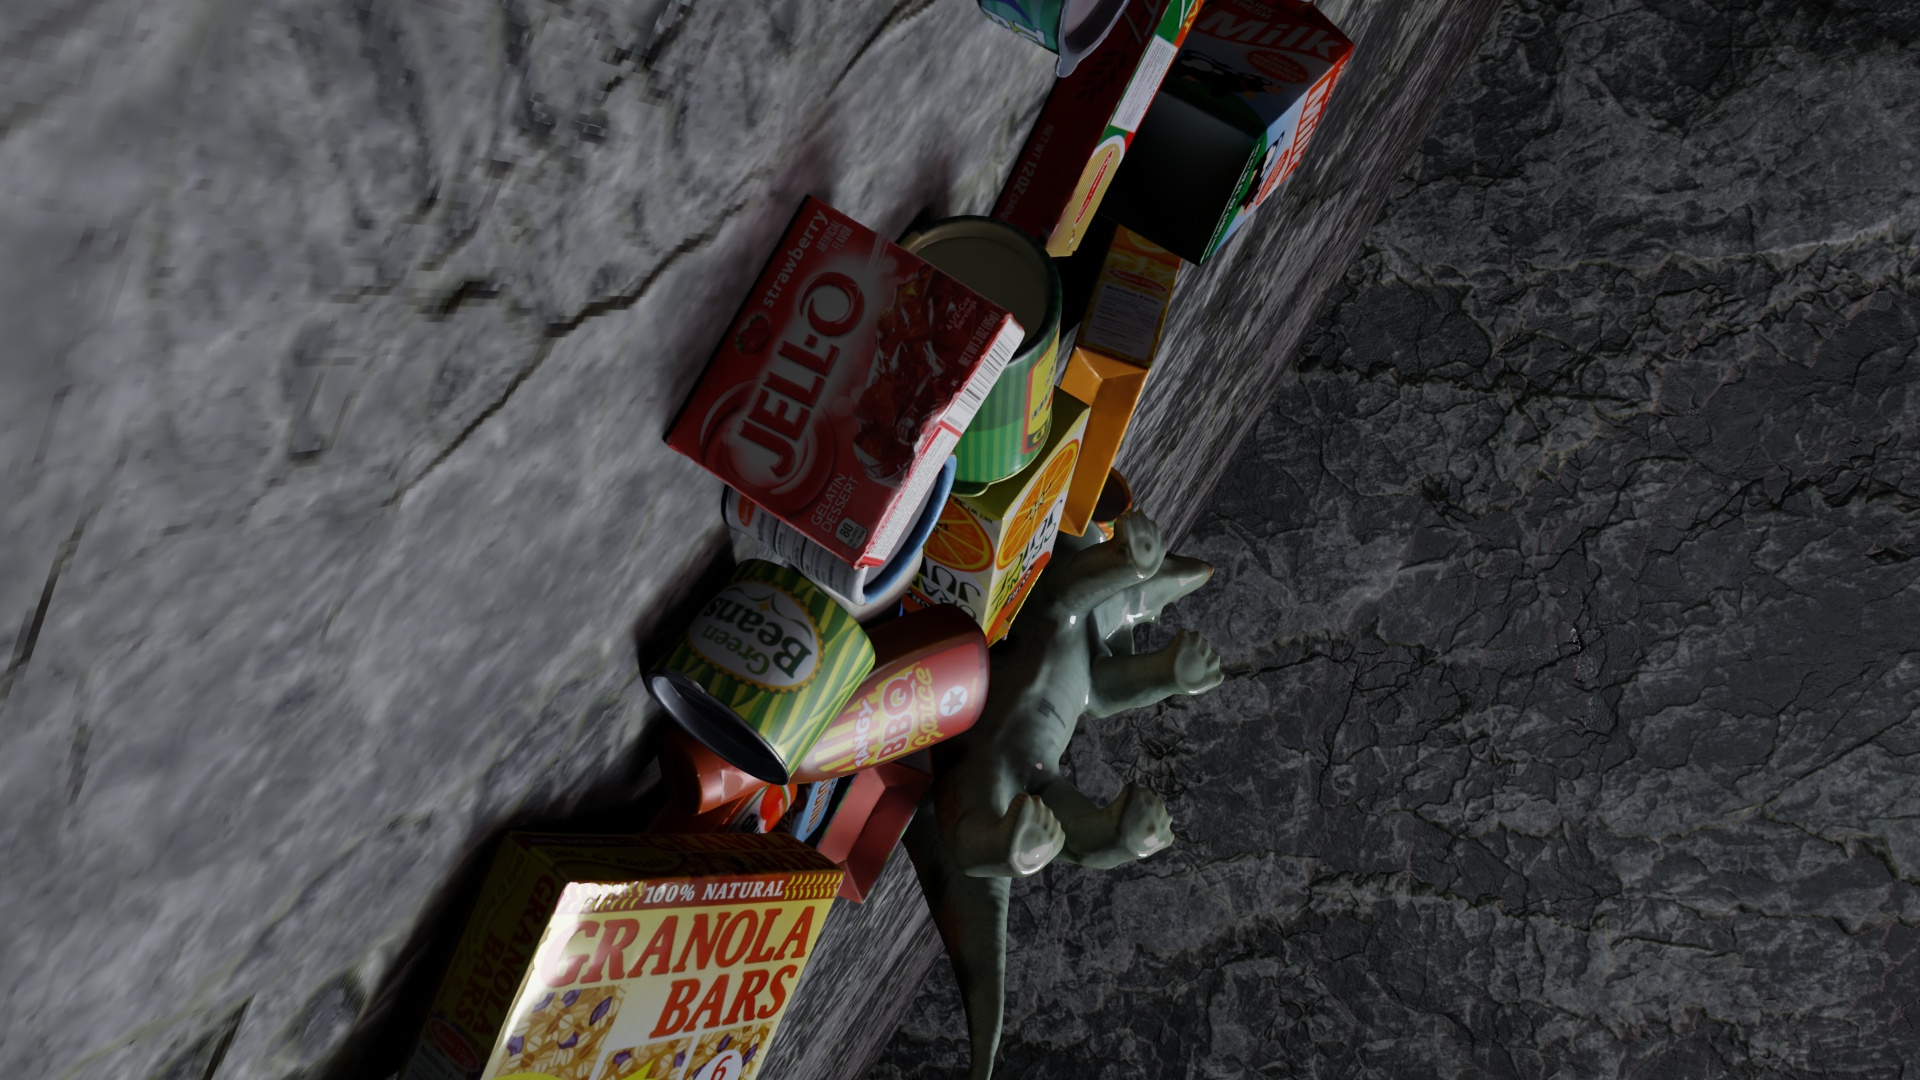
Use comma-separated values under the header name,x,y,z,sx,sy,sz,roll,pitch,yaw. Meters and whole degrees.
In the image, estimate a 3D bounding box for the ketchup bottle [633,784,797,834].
name,x,y,z,sx,sy,sz,roll,pitch,yaw
ketchup bottle,-0.131,0.150,0.601,0.149,0.043,0.064,-50,162,-32

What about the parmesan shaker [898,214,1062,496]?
name,x,y,z,sx,sy,sz,roll,pitch,yaw
parmesan shaker,0.005,-0.068,0.538,0.071,0.071,0.102,-55,168,-16

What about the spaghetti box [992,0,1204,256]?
name,x,y,z,sx,sy,sz,roll,pitch,yaw
spaghetti box,0.085,-0.231,0.557,0.249,0.029,0.050,-62,168,19

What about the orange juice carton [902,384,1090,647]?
name,x,y,z,sx,sy,sz,roll,pitch,yaw
orange juice carton,0.002,-0.009,0.678,0.073,0.072,0.191,-52,167,-25

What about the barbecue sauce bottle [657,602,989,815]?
name,x,y,z,sx,sy,sz,roll,pitch,yaw
barbecue sauce bottle,-0.056,0.075,0.601,0.149,0.044,0.064,-18,127,-36

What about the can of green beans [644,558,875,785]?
name,x,y,z,sx,sy,sz,roll,pitch,yaw
can of green beans,-0.074,0.049,0.521,0.058,0.071,0.071,-53,167,-25

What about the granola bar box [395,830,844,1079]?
name,x,y,z,sx,sy,sz,roll,pitch,yaw
granola bar box,-0.128,0.176,0.536,0.165,0.039,0.124,21,92,-59

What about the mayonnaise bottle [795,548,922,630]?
name,x,y,z,sx,sy,sz,roll,pitch,yaw
mayonnaise bottle,-0.044,0.009,0.608,0.065,0.041,0.147,-47,167,-18

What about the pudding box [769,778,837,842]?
name,x,y,z,sx,sy,sz,roll,pitch,yaw
pudding box,-0.083,0.105,0.670,0.030,0.050,0.083,-42,160,-49

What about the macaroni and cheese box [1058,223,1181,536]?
name,x,y,z,sx,sy,sz,roll,pitch,yaw
macaroni and cheese box,0.081,-0.103,0.735,0.123,0.040,0.167,107,3,-48

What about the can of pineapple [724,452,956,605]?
name,x,y,z,sx,sy,sz,roll,pitch,yaw
can of pineapple,-0.041,-0.019,0.503,0.071,0.058,0.070,-55,168,-18

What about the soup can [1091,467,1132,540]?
name,x,y,z,sx,sy,sz,roll,pitch,yaw
soup can,0.087,-0.012,1.029,0.072,0.071,0.083,-49,165,-37

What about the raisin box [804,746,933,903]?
name,x,y,z,sx,sy,sz,roll,pitch,yaw
raisin box,-0.051,0.121,0.751,0.085,0.040,0.124,-63,-166,19

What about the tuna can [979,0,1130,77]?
name,x,y,z,sx,sy,sz,roll,pitch,yaw
tuna can,0.035,-0.189,0.446,0.071,0.033,0.071,-55,168,-18

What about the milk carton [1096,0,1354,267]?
name,x,y,z,sx,sy,sz,roll,pitch,yaw
milk carton,0.136,-0.217,0.695,0.191,0.073,0.072,-47,163,-46
